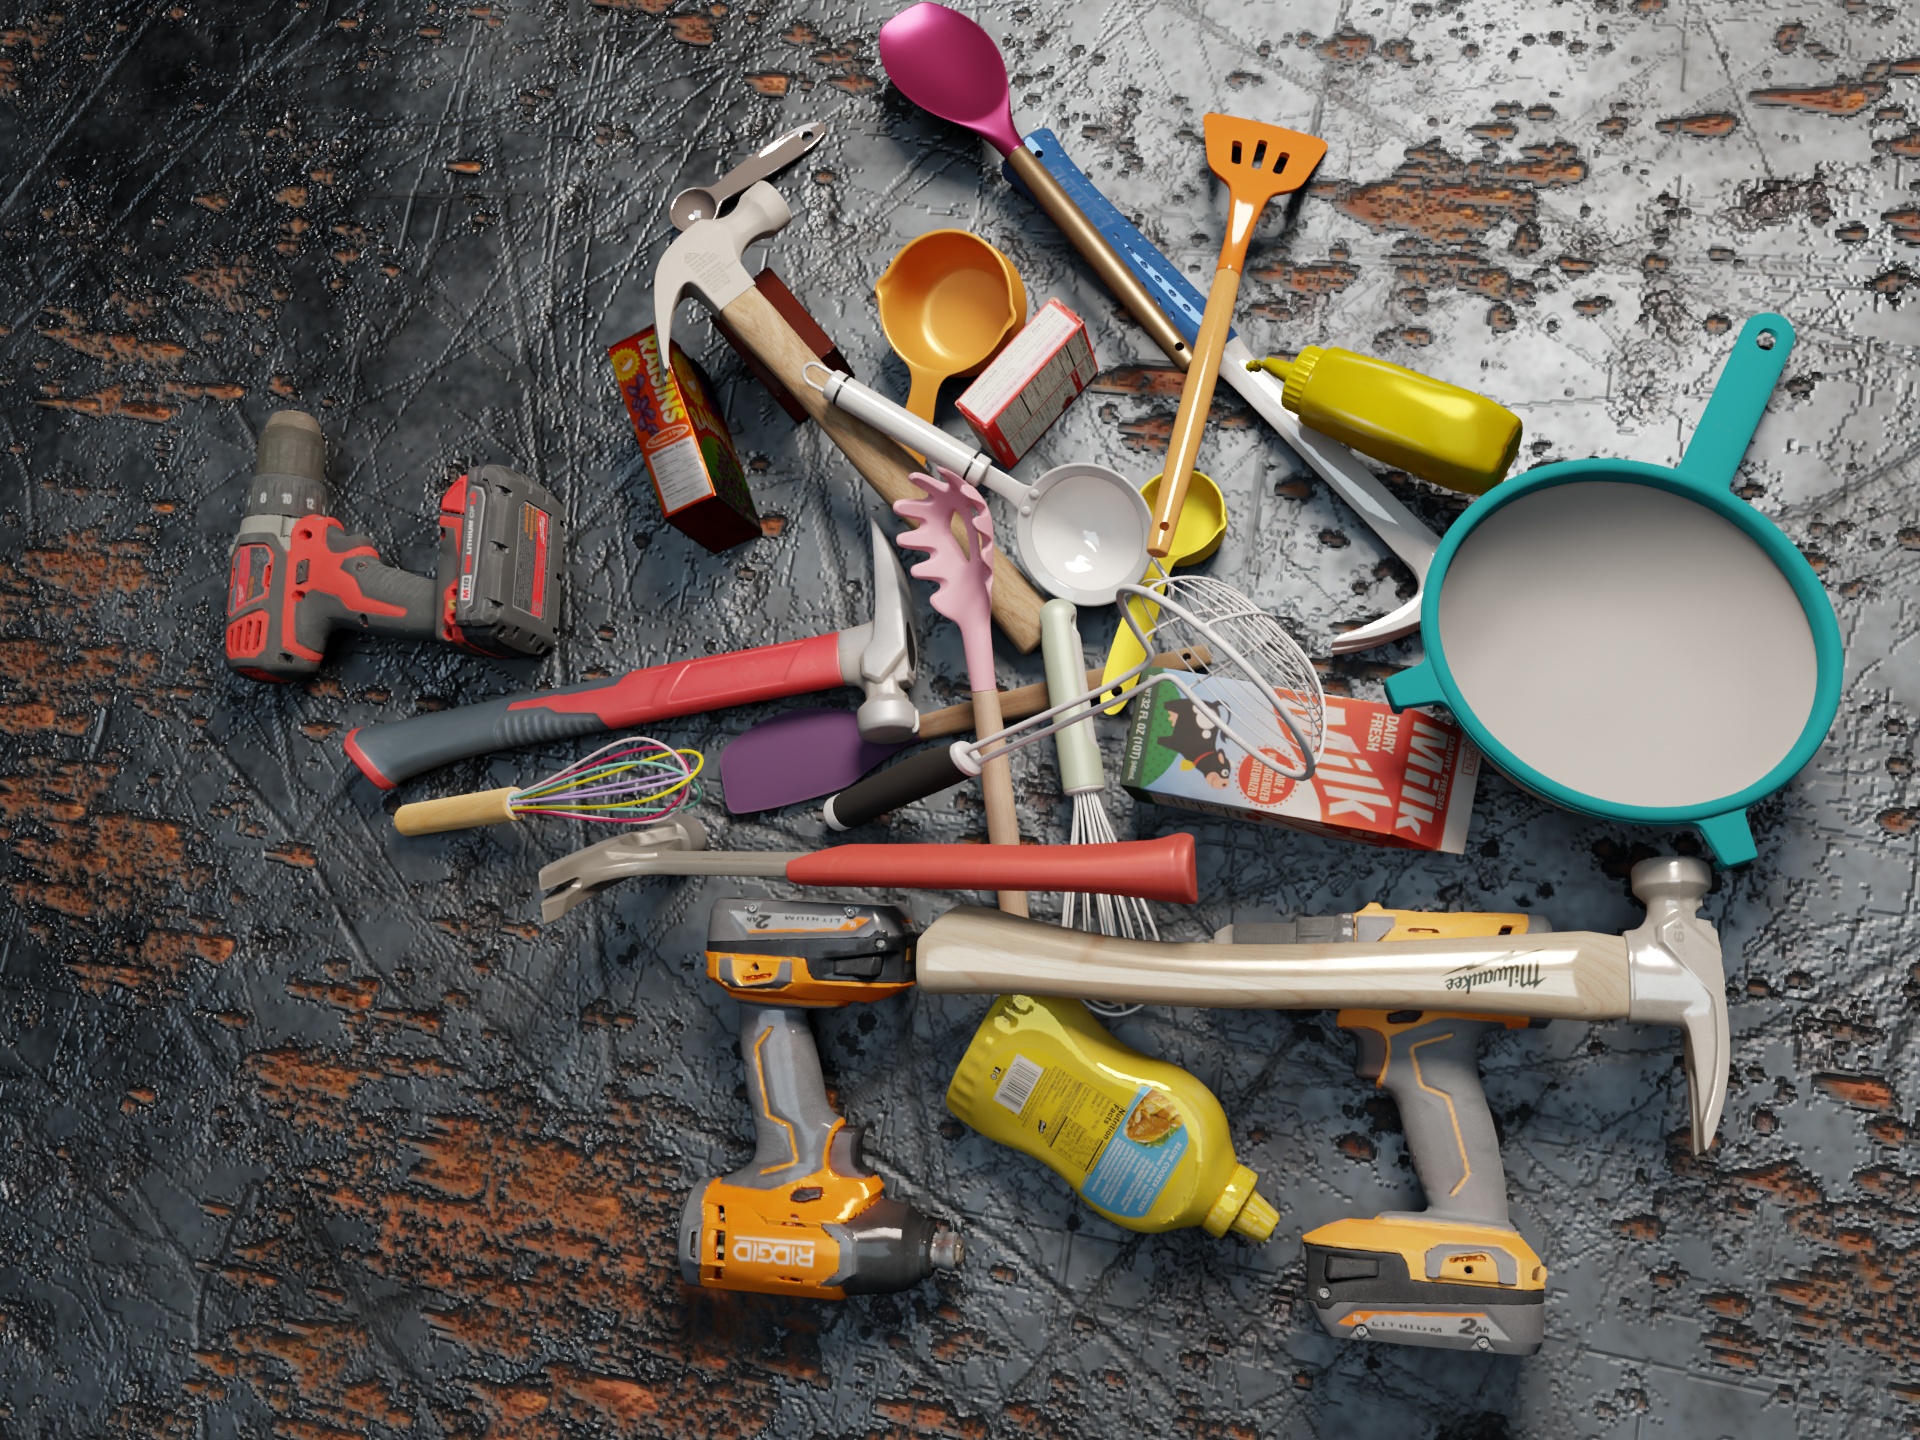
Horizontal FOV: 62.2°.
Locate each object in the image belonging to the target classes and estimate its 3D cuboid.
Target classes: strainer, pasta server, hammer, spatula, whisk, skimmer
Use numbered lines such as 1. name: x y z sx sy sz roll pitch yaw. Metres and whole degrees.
1. strainer: 0.379 -0.079 0.880 0.211 0.095 0.340 27 69 14
2. pasta server: 0.013 0.010 0.932 0.060 0.040 0.316 -7 92 40
3. hammer: -0.049 0.083 0.883 0.359 0.149 0.036 -1 100 21
4. hammer: 0.163 -0.214 0.972 0.144 0.035 0.406 -41 74 3
5. spatula: -0.002 -0.003 0.979 0.316 0.018 0.060 -14 73 11
6. whisk: 0.074 0.048 0.927 0.059 0.057 0.246 -11 80 15
7. strainer: 0.018 -0.146 0.944 0.258 0.050 0.086 31 120 2
8. hammer: -0.061 -0.170 0.971 0.130 0.031 0.331 -42 89 -14
9. spatula: 0.152 -0.237 0.939 0.081 0.041 0.323 15 72 4
10. hammer: 0.177 0.143 0.833 0.410 0.038 0.146 -1 67 14
11. hammer: -0.216 -0.027 1.019 0.386 0.038 0.143 -10 69 13
12. skimmer: 0.034 0.020 0.844 0.363 0.090 0.127 -25 116 42
13. whisk: -0.260 0.048 0.997 0.245 0.051 0.047 -9 59 28

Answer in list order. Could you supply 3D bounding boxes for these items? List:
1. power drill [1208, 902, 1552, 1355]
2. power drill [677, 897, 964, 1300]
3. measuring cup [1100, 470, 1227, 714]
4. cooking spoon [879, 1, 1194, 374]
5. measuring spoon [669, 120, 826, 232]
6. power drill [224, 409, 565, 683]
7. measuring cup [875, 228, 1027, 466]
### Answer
1. power drill: 0.225 0.212 0.859 0.185 0.084 0.226 1 76 13
2. power drill: -0.075 0.219 0.925 0.164 0.084 0.226 1 84 12
3. measuring cup: 0.117 -0.075 0.957 0.062 0.029 0.156 17 84 23
4. cooking spoon: 0.050 -0.334 0.991 0.069 0.017 0.319 -34 74 -5
5. measuring spoon: -0.142 -0.368 1.083 0.124 0.018 0.034 -34 74 -2
6. power drill: -0.384 -0.122 1.061 0.227 0.080 0.188 -2 79 15
7. measuring cup: -0.011 -0.220 1.010 0.095 0.052 0.173 17 104 17
